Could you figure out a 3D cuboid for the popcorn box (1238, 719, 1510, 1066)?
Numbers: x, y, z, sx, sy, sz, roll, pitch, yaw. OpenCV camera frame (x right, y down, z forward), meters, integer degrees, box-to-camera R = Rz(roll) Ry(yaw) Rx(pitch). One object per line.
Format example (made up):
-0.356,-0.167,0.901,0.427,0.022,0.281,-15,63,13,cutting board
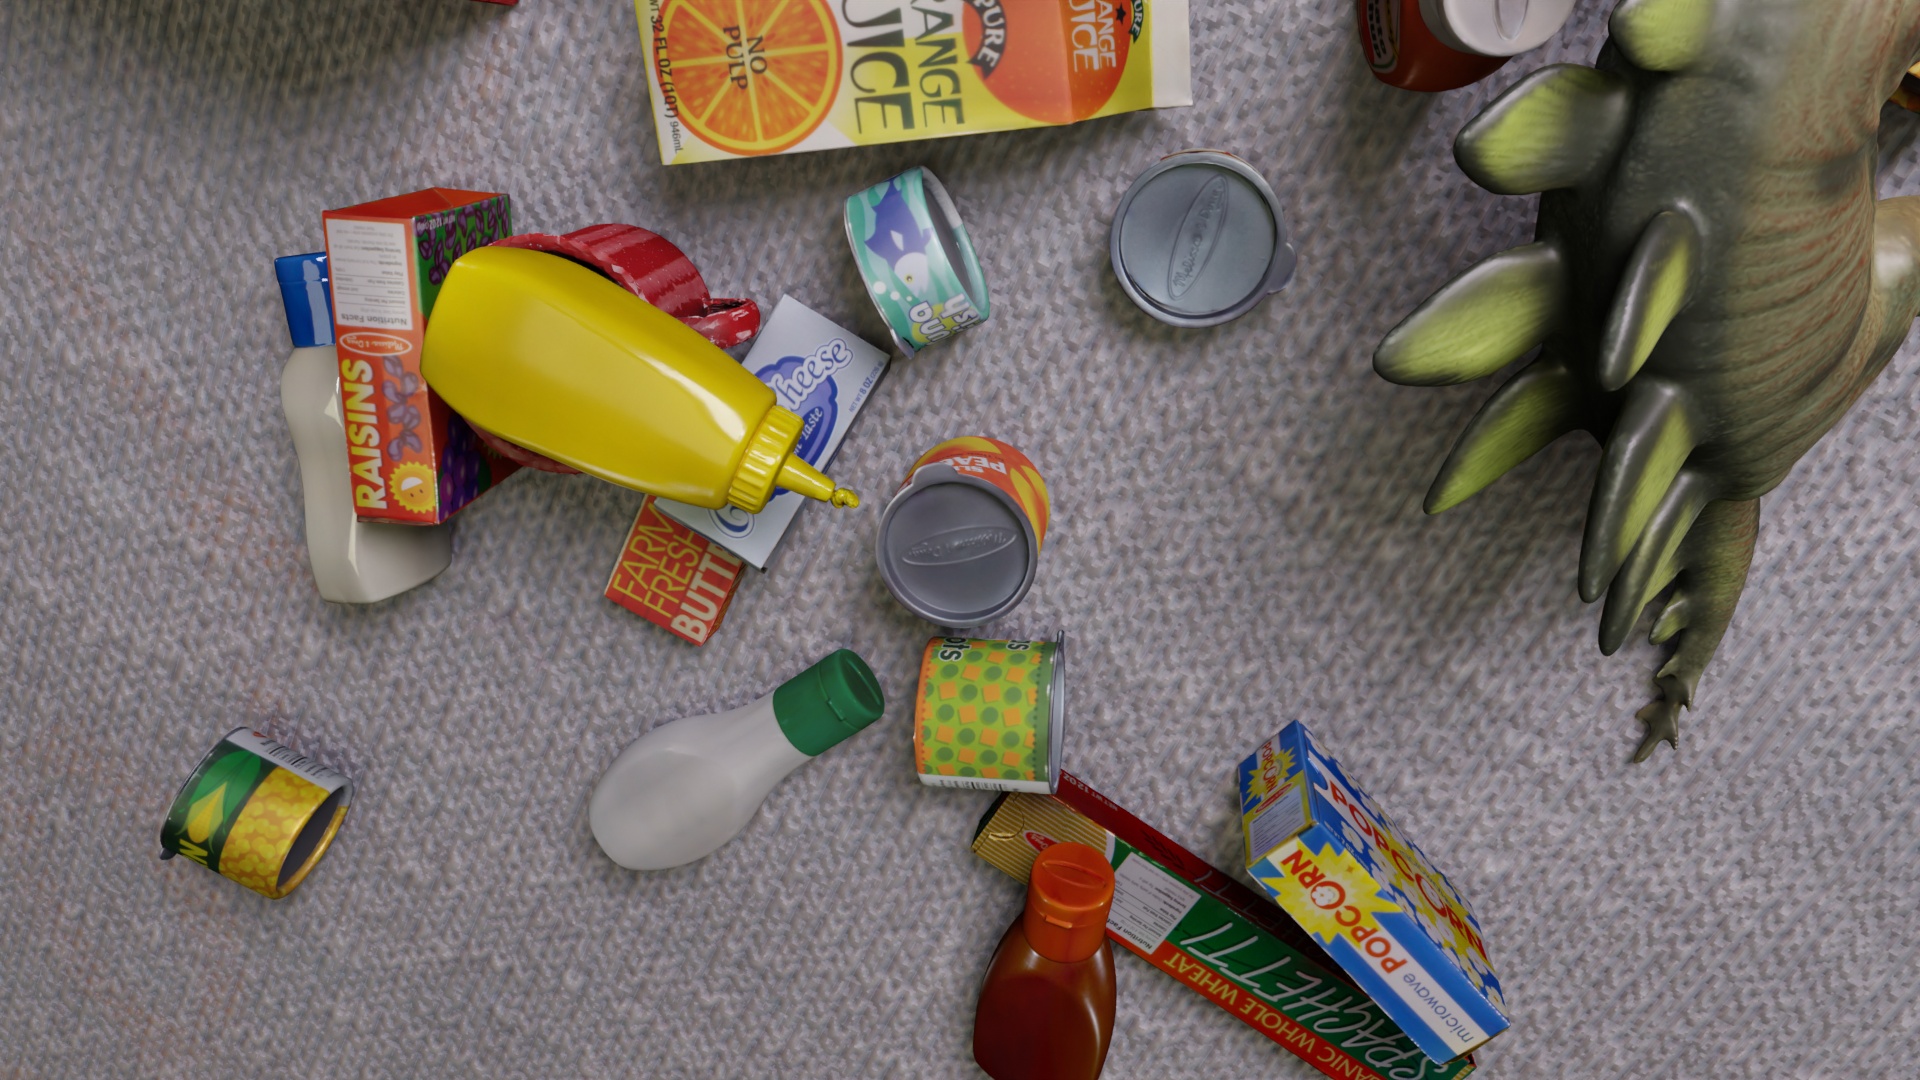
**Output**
0.174,0.149,0.595,0.038,0.085,0.126,-40,100,21,popcorn box

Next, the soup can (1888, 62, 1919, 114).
0.335,-0.190,0.458,0.071,0.071,0.083,30,112,-3,soup can

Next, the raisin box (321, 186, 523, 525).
-0.217,-0.078,0.572,0.040,0.086,0.123,5,111,5,raisin box

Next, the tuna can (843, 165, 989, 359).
-0.015,-0.107,0.539,0.033,0.071,0.071,-21,106,15,tuna can

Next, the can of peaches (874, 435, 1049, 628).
0.002,-0.007,0.579,0.071,0.058,0.071,3,110,8,can of peaches

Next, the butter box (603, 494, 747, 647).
-0.114,-0.008,0.614,0.053,0.024,0.103,28,111,-1,butter box

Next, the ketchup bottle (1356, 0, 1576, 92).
0.159,-0.176,0.444,0.043,0.149,0.064,-2,110,8,ketchup bottle

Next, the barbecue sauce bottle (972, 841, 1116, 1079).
0.042,0.197,0.631,0.065,0.044,0.147,16,131,13,barbecue sauce bottle

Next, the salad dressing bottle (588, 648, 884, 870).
-0.103,0.101,0.643,0.147,0.044,0.064,-32,101,17,salad dressing bottle

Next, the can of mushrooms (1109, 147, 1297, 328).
0.094,-0.117,0.538,0.071,0.033,0.070,3,110,8,can of mushrooms

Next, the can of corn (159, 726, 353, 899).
-0.343,0.136,0.678,0.058,0.071,0.071,27,112,-2,can of corn

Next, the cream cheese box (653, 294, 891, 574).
-0.077,-0.044,0.573,0.053,0.024,0.104,30,83,-1,cream cheese box

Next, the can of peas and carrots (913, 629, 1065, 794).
0.014,0.073,0.603,0.059,0.071,0.070,2,110,9,can of peas and carrots

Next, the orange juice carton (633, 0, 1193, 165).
-0.013,-0.185,0.508,0.193,0.073,0.071,-3,109,9,orange juice carton

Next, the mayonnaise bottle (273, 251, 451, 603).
-0.263,-0.050,0.604,0.041,0.065,0.147,-1,106,18,mayonnaise bottle

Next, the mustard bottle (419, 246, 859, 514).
-0.109,-0.047,0.497,0.160,0.049,0.065,27,112,-3,mustard bottle

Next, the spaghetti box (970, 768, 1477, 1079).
0.122,0.187,0.647,0.250,0.029,0.050,33,112,-4,spaghetti box
